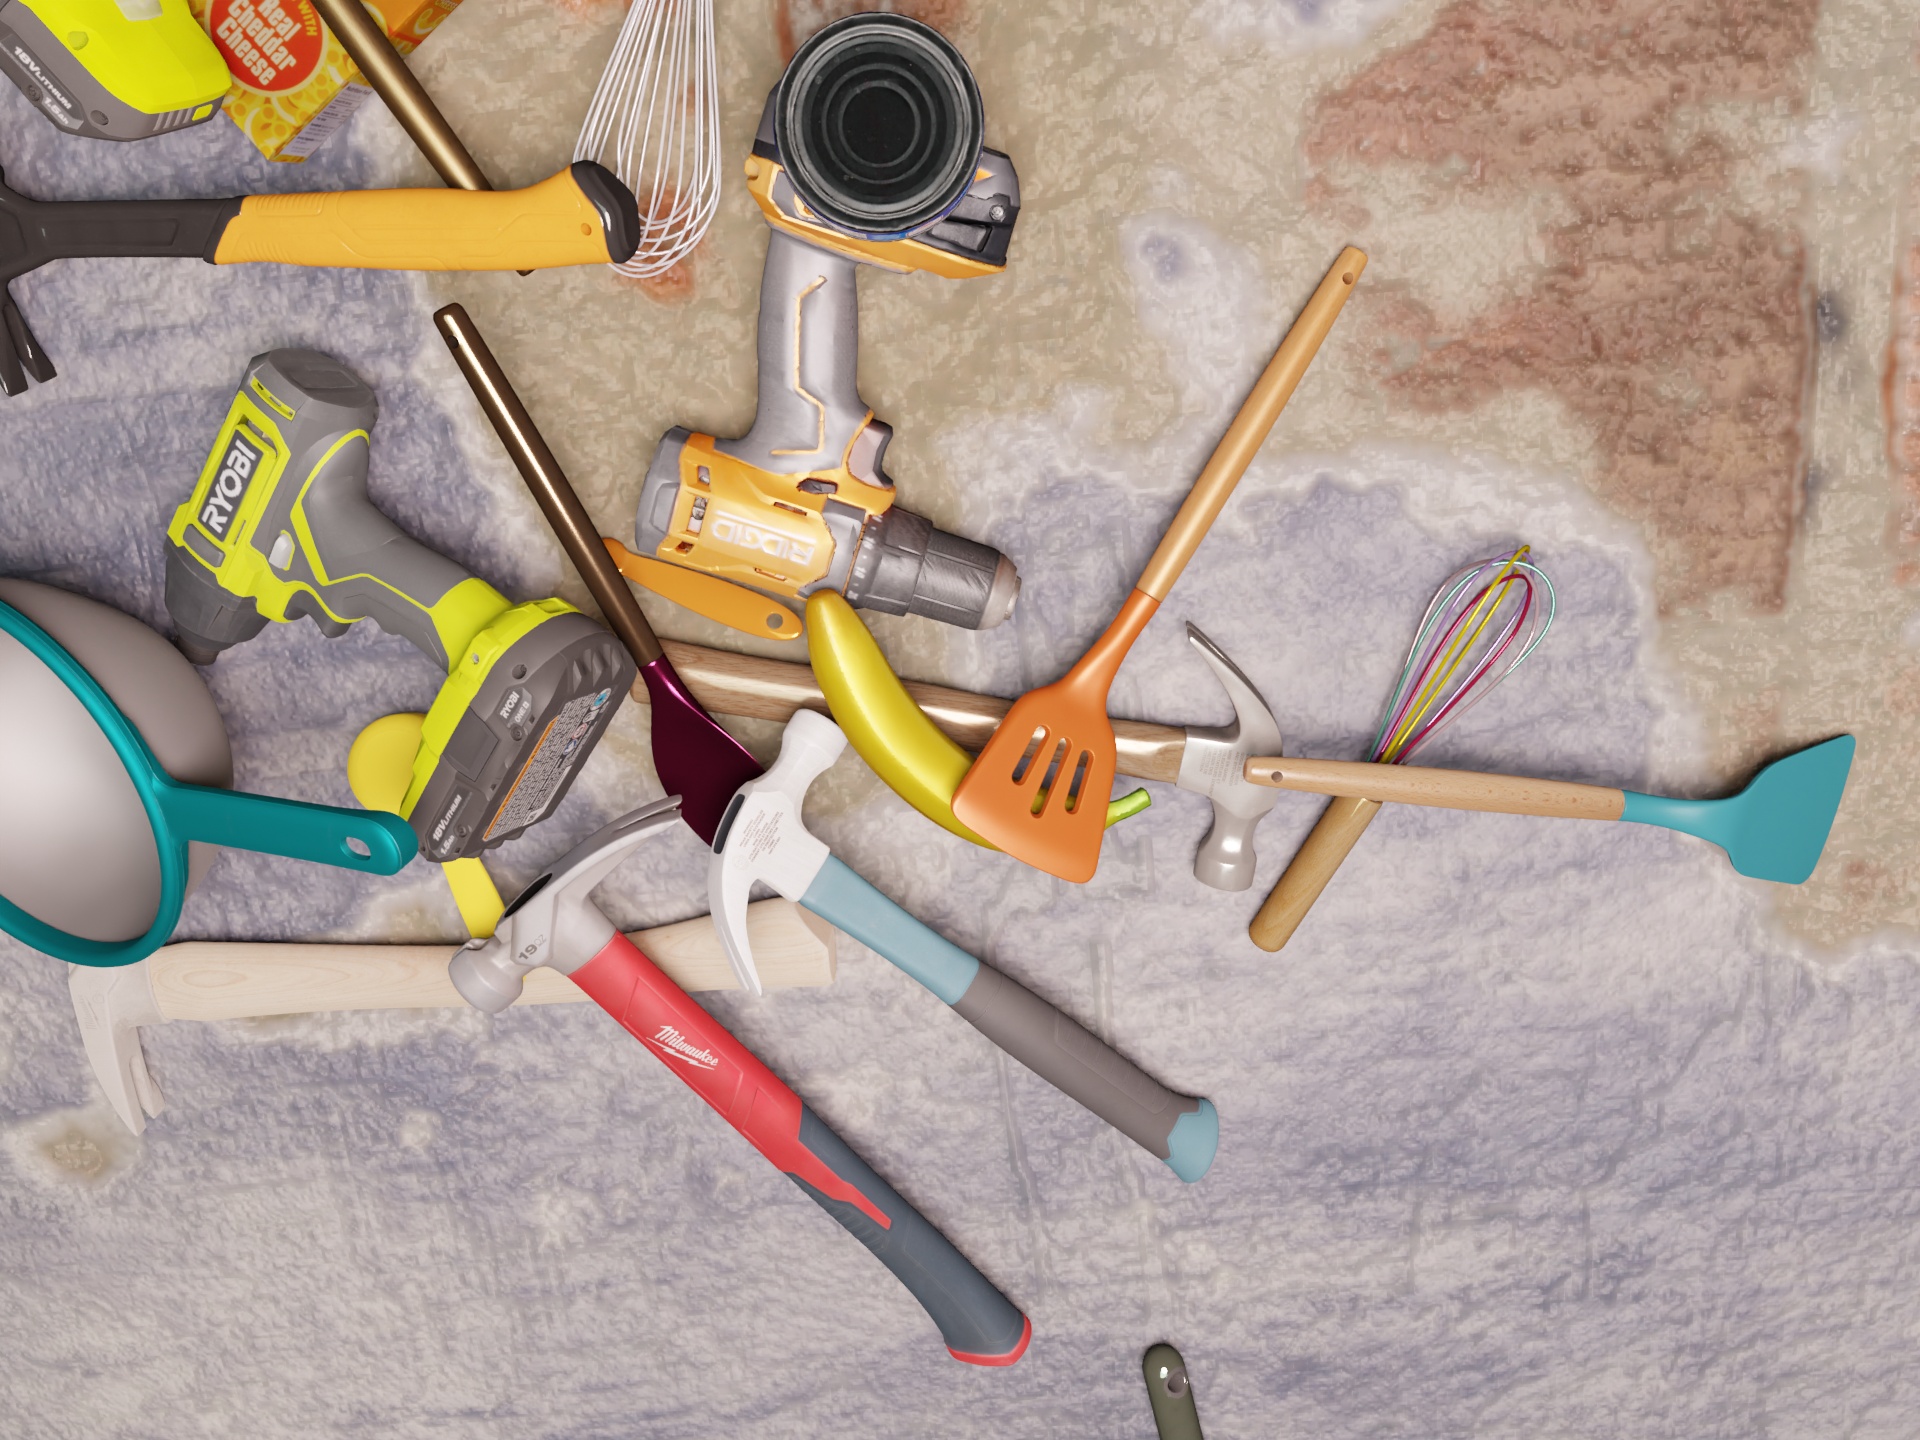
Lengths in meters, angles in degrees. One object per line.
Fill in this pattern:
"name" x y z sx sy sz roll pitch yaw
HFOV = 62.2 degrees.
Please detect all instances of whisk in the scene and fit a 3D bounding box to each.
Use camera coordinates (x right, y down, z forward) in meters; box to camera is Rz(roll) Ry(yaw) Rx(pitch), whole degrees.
"whisk" 0.144 0.477 0.940 0.058 0.059 0.246 -22 104 -29
"whisk" 0.217 0.018 0.798 0.051 0.047 0.245 26 111 -7
"whisk" -0.122 -0.338 0.696 0.070 0.070 0.284 12 103 -1

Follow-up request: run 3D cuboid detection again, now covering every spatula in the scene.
"spatula" 0.292 0.036 0.780 0.317 0.044 0.082 6 110 -5
"spatula" 0.104 -0.078 0.745 0.081 0.041 0.322 29 95 -16

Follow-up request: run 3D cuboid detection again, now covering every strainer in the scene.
"strainer" -0.376 0.017 0.760 0.340 0.095 0.210 7 120 22

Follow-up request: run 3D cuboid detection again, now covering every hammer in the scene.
"hammer" 0.012 0.139 0.813 0.330 0.033 0.128 38 76 -20
"hammer" -0.304 -0.211 0.713 0.337 0.034 0.127 2 118 12
"hammer" -0.079 0.210 0.841 0.143 0.038 0.386 -39 110 7
"hammer" -0.001 -0.003 0.803 0.331 0.031 0.130 10 107 0
"hammer" -0.272 0.146 0.859 0.410 0.038 0.146 -3 108 3

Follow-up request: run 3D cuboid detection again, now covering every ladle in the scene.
"ladle" -0.281 -0.327 0.676 0.069 0.031 0.315 -27 108 25

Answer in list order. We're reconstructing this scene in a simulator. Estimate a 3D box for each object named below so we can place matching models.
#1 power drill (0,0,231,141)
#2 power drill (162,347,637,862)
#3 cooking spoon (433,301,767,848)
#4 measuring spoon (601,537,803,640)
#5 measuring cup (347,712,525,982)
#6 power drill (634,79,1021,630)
"power drill" -0.294 -0.334 0.615 0.228 0.080 0.190 -31 107 29
"power drill" -0.279 -0.043 0.759 0.223 0.080 0.171 40 114 9
"cooking spoon" -0.160 -0.051 0.760 0.069 0.017 0.318 -10 120 30
"measuring spoon" -0.132 -0.065 0.788 0.117 0.011 0.021 21 82 7
"measuring cup" -0.263 0.068 0.814 0.062 0.029 0.156 -27 85 1
"power drill" -0.037 -0.155 0.736 0.185 0.084 0.226 17 111 -5
